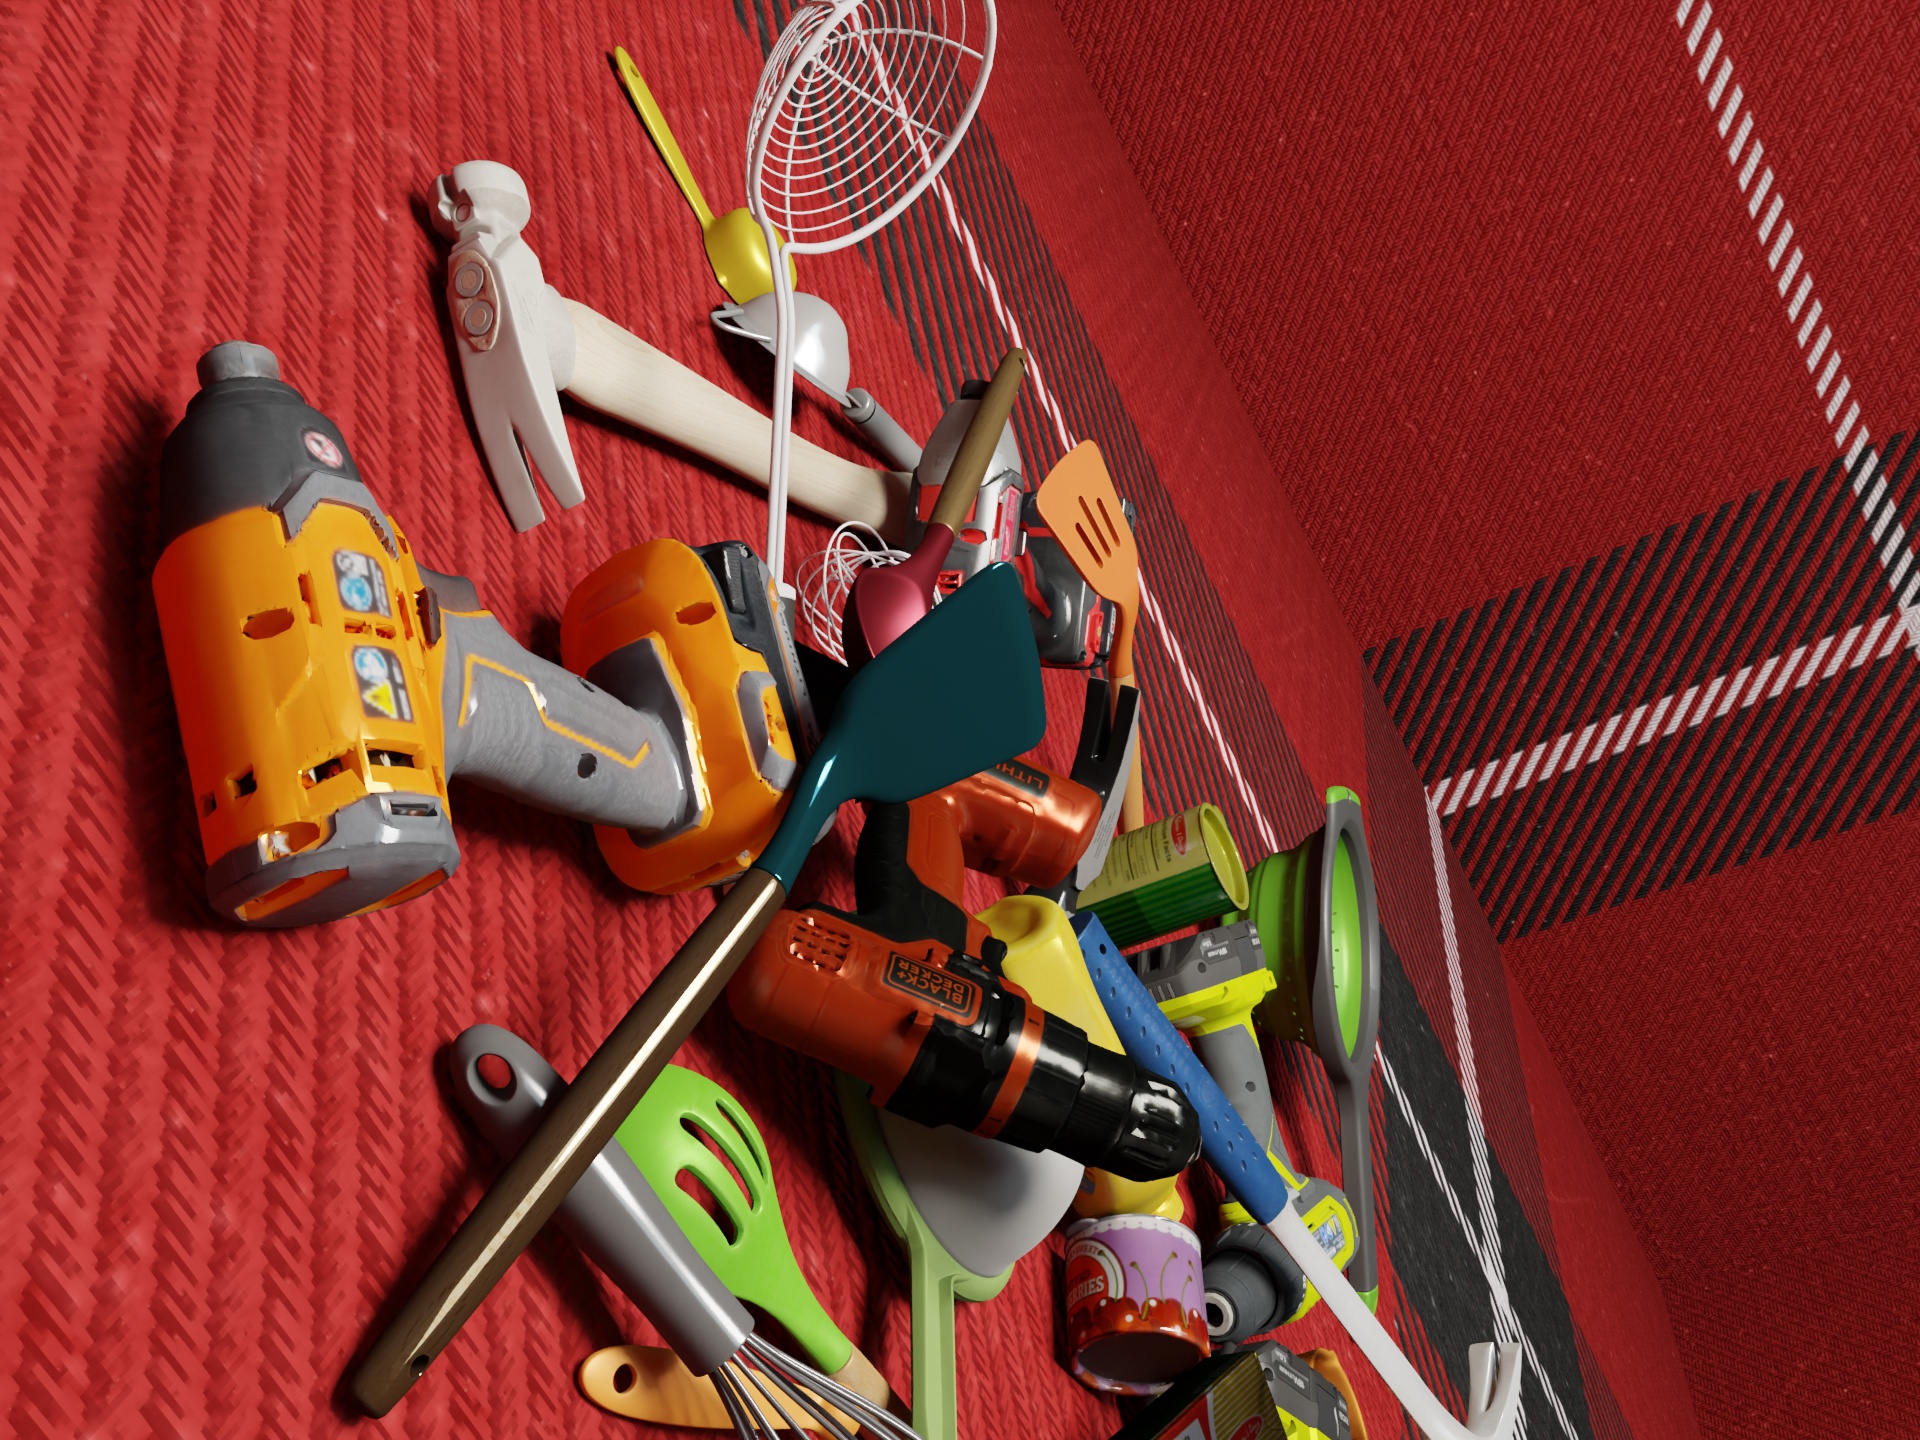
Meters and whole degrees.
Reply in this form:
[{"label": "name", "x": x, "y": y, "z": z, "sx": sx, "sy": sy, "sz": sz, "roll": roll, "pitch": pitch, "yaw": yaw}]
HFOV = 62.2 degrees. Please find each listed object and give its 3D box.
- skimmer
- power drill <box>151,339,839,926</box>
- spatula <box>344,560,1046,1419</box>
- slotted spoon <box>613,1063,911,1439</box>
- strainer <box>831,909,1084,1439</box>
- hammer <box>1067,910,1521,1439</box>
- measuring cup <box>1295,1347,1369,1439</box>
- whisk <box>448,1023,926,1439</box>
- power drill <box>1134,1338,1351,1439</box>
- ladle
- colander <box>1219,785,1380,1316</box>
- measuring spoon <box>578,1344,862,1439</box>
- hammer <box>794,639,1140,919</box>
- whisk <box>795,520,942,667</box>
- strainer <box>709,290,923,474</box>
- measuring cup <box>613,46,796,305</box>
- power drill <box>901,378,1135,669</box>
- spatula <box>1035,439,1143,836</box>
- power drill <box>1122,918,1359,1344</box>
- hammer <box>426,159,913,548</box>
[{"label": "skimmer", "x": -0.044, "y": -0.110, "z": 0.622, "sx": 0.127, "sy": 0.090, "sz": 0.363, "roll": 11, "pitch": 82, "yaw": -71}, {"label": "power drill", "x": -0.142, "y": -0.022, "z": 0.498, "sx": 0.226, "sy": 0.084, "sz": 0.164, "roll": 10, "pitch": 59, "yaw": -61}, {"label": "spatula", "x": -0.064, "y": 0.069, "z": 0.480, "sx": 0.318, "sy": 0.044, "sz": 0.082, "roll": -54, "pitch": 143, "yaw": -39}, {"label": "slotted spoon", "x": -0.031, "y": 0.240, "z": 0.563, "sx": 0.313, "sy": 0.031, "sz": 0.070, "roll": 59, "pitch": 29, "yaw": -22}, {"label": "strainer", "x": 0.011, "y": 0.185, "z": 0.621, "sx": 0.151, "sy": 0.069, "sz": 0.257, "roll": 58, "pitch": 14, "yaw": -27}, {"label": "hammer", "x": 0.177, "y": 0.268, "z": 0.862, "sx": 0.405, "sy": 0.035, "sz": 0.144, "roll": 53, "pitch": 47, "yaw": -9}, {"label": "measuring cup", "x": 0.213, "y": 0.434, "z": 0.915, "sx": 0.173, "sy": 0.052, "sz": 0.095, "roll": 56, "pitch": 23, "yaw": -30}, {"label": "whisk", "x": -0.068, "y": 0.182, "z": 0.468, "sx": 0.239, "sy": 0.055, "sz": 0.055, "roll": 51, "pitch": 23, "yaw": -5}, {"label": "power drill", "x": 0.137, "y": 0.412, "z": 0.724, "sx": 0.171, "sy": 0.080, "sz": 0.223, "roll": 48, "pitch": 31, "yaw": -40}, {"label": "ladle", "x": -0.004, "y": -0.104, "z": 0.763, "sx": 0.069, "sy": 0.031, "sz": 0.316, "roll": 57, "pitch": 32, "yaw": -29}, {"label": "colander", "x": 0.253, "y": 0.249, "z": 1.182, "sx": 0.204, "sy": 0.094, "sz": 0.397, "roll": 13, "pitch": 74, "yaw": -65}, {"label": "measuring spoon", "x": -0.070, "y": 0.210, "z": 0.493, "sx": 0.116, "sy": 0.011, "sz": 0.021, "roll": 32, "pitch": 57, "yaw": -41}, {"label": "hammer", "x": -0.018, "y": 0.005, "z": 0.761, "sx": 0.334, "sy": 0.035, "sz": 0.146, "roll": 29, "pitch": 80, "yaw": -50}, {"label": "whisk", "x": -0.001, "y": -0.004, "z": 0.855, "sx": 0.284, "sy": 0.070, "sz": 0.070, "roll": 52, "pitch": 25, "yaw": -45}, {"label": "strainer", "x": -0.062, "y": -0.186, "z": 0.909, "sx": 0.087, "sy": 0.050, "sz": 0.258, "roll": 46, "pitch": 5, "yaw": 25}, {"label": "measuring cup", "x": -0.136, "y": -0.295, "z": 0.862, "sx": 0.156, "sy": 0.029, "sz": 0.062, "roll": 61, "pitch": 21, "yaw": -19}, {"label": "power drill", "x": 0.033, "y": -0.107, "z": 0.943, "sx": 0.219, "sy": 0.078, "sz": 0.143, "roll": 15, "pitch": 81, "yaw": -67}, {"label": "spatula", "x": 0.091, "y": -0.012, "z": 0.978, "sx": 0.081, "sy": 0.041, "sz": 0.322, "roll": -51, "pitch": 144, "yaw": -44}, {"label": "power drill", "x": 0.157, "y": 0.243, "z": 0.946, "sx": 0.190, "sy": 0.080, "sz": 0.229, "roll": 3, "pitch": 68, "yaw": -61}, {"label": "hammer", "x": -0.094, "y": -0.123, "z": 0.777, "sx": 0.410, "sy": 0.038, "sz": 0.146, "roll": 15, "pitch": 56, "yaw": -65}]
